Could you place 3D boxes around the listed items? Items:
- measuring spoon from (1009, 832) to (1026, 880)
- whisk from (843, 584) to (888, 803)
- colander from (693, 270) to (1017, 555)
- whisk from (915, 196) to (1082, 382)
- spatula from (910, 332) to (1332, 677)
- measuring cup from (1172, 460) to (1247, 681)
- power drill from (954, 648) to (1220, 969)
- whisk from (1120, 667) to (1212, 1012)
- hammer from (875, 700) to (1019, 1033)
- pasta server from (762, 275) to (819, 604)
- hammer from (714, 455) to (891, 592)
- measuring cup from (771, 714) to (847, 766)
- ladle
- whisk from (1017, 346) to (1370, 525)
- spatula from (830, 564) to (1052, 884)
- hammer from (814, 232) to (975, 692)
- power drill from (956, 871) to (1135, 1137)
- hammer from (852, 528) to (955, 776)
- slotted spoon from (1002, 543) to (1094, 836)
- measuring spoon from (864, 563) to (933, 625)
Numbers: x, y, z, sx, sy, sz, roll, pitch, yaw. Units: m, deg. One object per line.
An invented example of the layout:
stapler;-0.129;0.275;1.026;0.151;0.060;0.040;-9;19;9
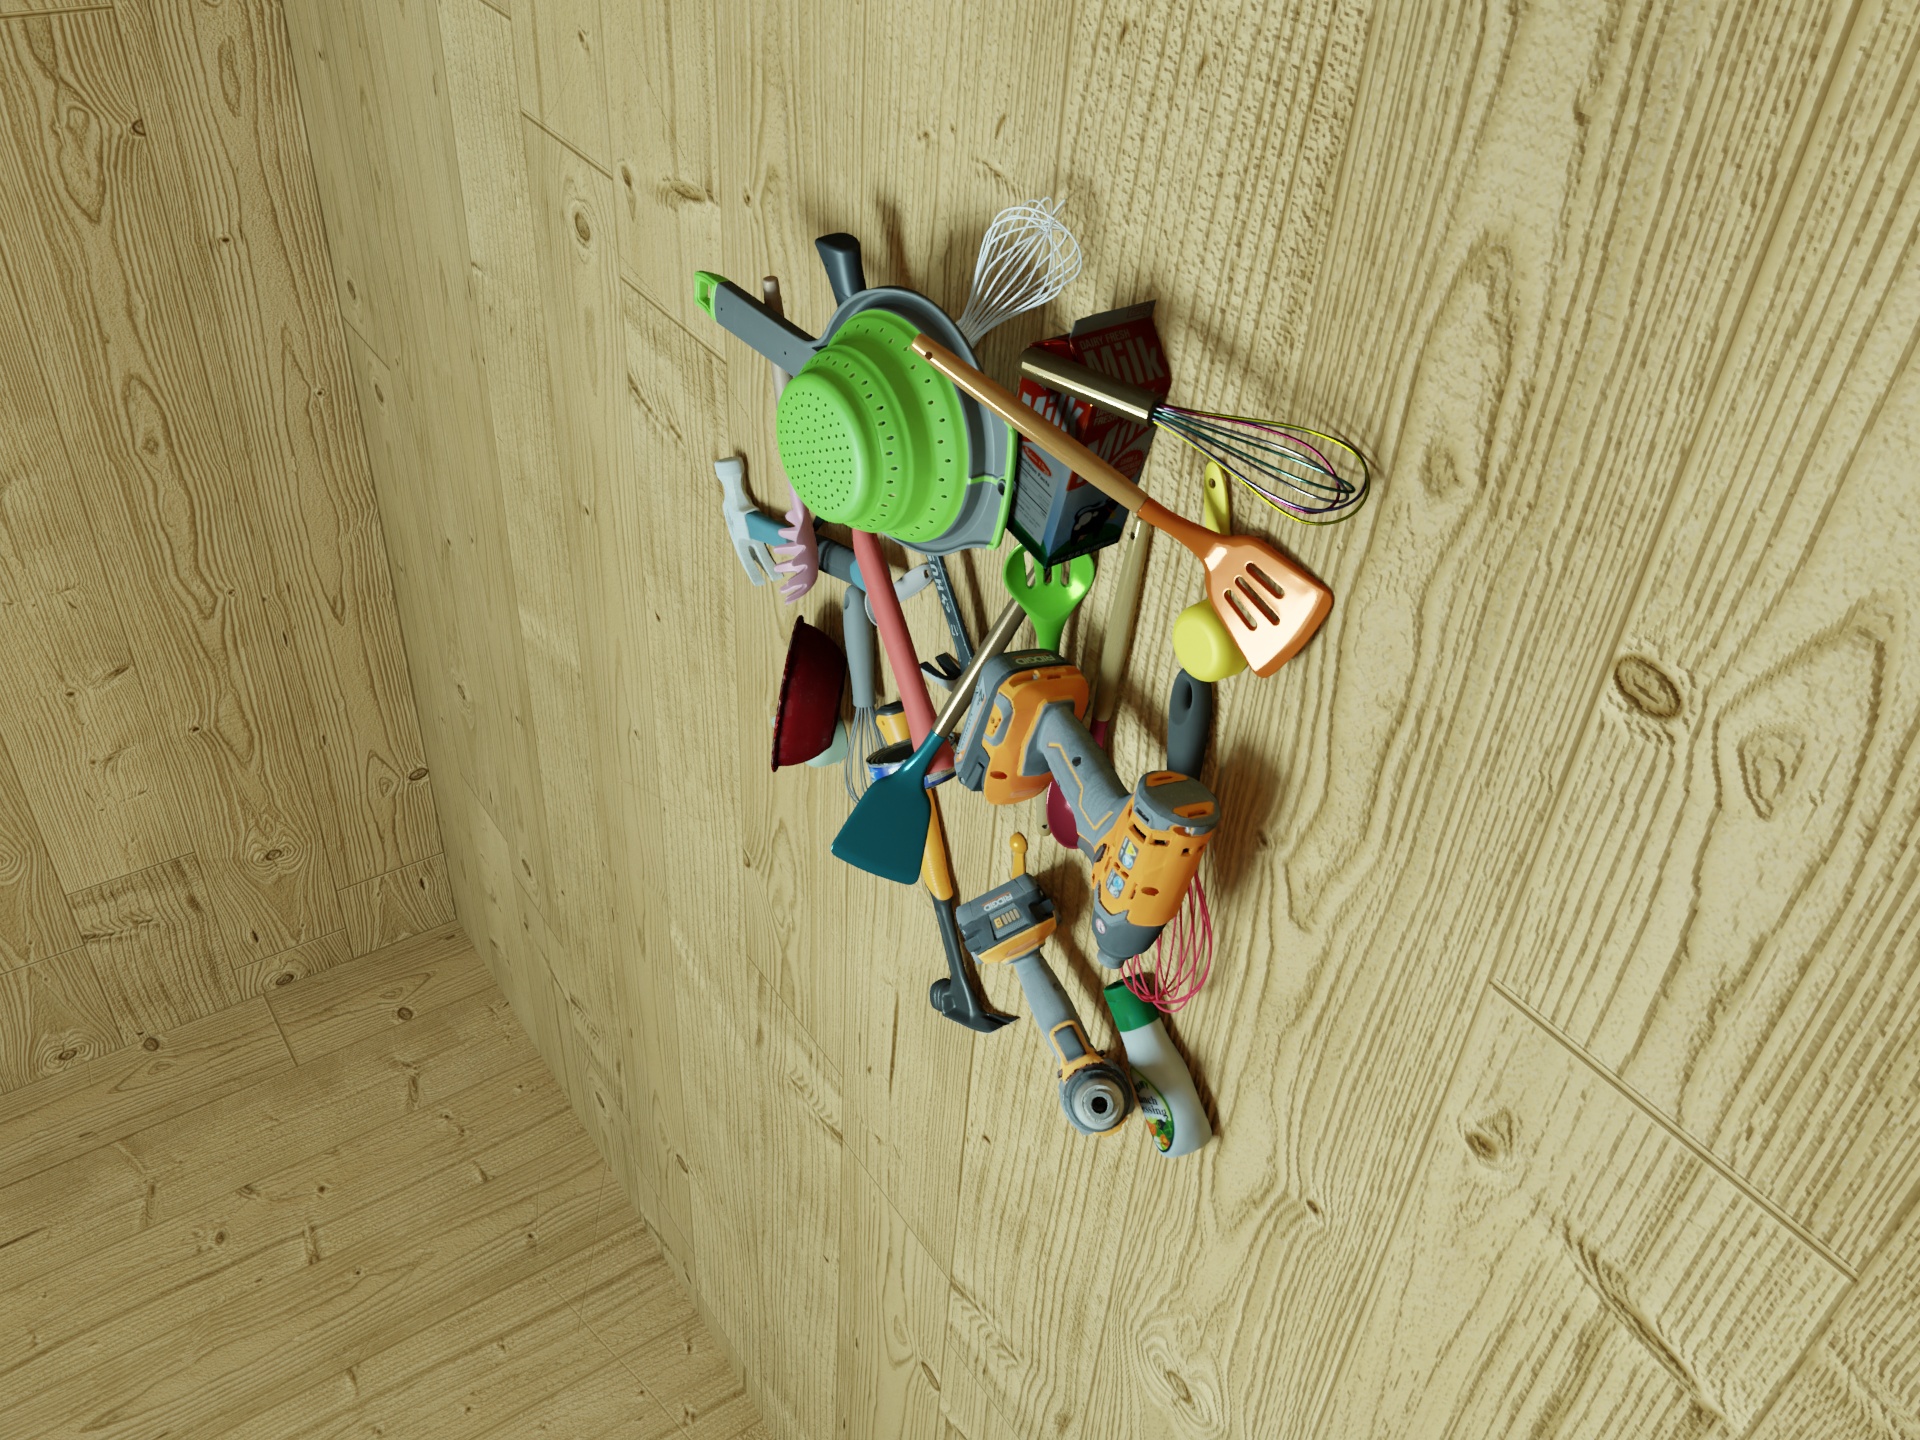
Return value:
measuring spoon;0.050;0.152;1.459;0.021;0.011;0.116;39;139;43
whisk;-0.094;-0.019;1.565;0.055;0.055;0.238;24;124;52
colander;-0.122;-0.252;1.216;0.397;0.094;0.204;40;138;34
whisk;0.014;-0.301;1.185;0.070;0.070;0.284;66;156;5
spatula;0.098;-0.152;1.042;0.322;0.041;0.081;36;128;0
measuring cup;0.166;-0.098;1.079;0.062;0.029;0.156;29;133;50
power drill;0.088;0.067;1.184;0.227;0.084;0.164;48;133;39
whisk;0.160;0.094;1.192;0.073;0.073;0.295;33;129;47
hammer;-0.023;0.144;1.556;0.127;0.034;0.336;8;115;59
pasta server;-0.156;-0.239;1.399;0.060;0.040;0.316;-116;17;-48
hammer;-0.157;-0.174;1.556;0.331;0.033;0.128;28;134;55
measuring cup;-0.180;0.011;1.730;0.168;0.038;0.083;4;112;57
ladle;0.111;-0.024;1.226;0.069;0.031;0.315;47;143;38
whisk;0.138;-0.180;0.983;0.245;0.051;0.047;27;127;24
spatula;-0.002;-0.004;1.296;0.317;0.082;0.044;-58;18;25
hammer;-0.043;-0.201;1.321;0.149;0.036;0.408;15;126;62
power drill;0.078;0.245;1.346;0.226;0.084;0.185;63;179;9
hammer;-0.071;-0.128;1.357;0.149;0.036;0.359;153;99;-79
slotted spoon;0.069;-0.024;1.283;0.031;0.070;0.313;-89;-2;-51
measuring spoon;-0.051;-0.119;1.458;0.124;0.018;0.034;-27;83;54
